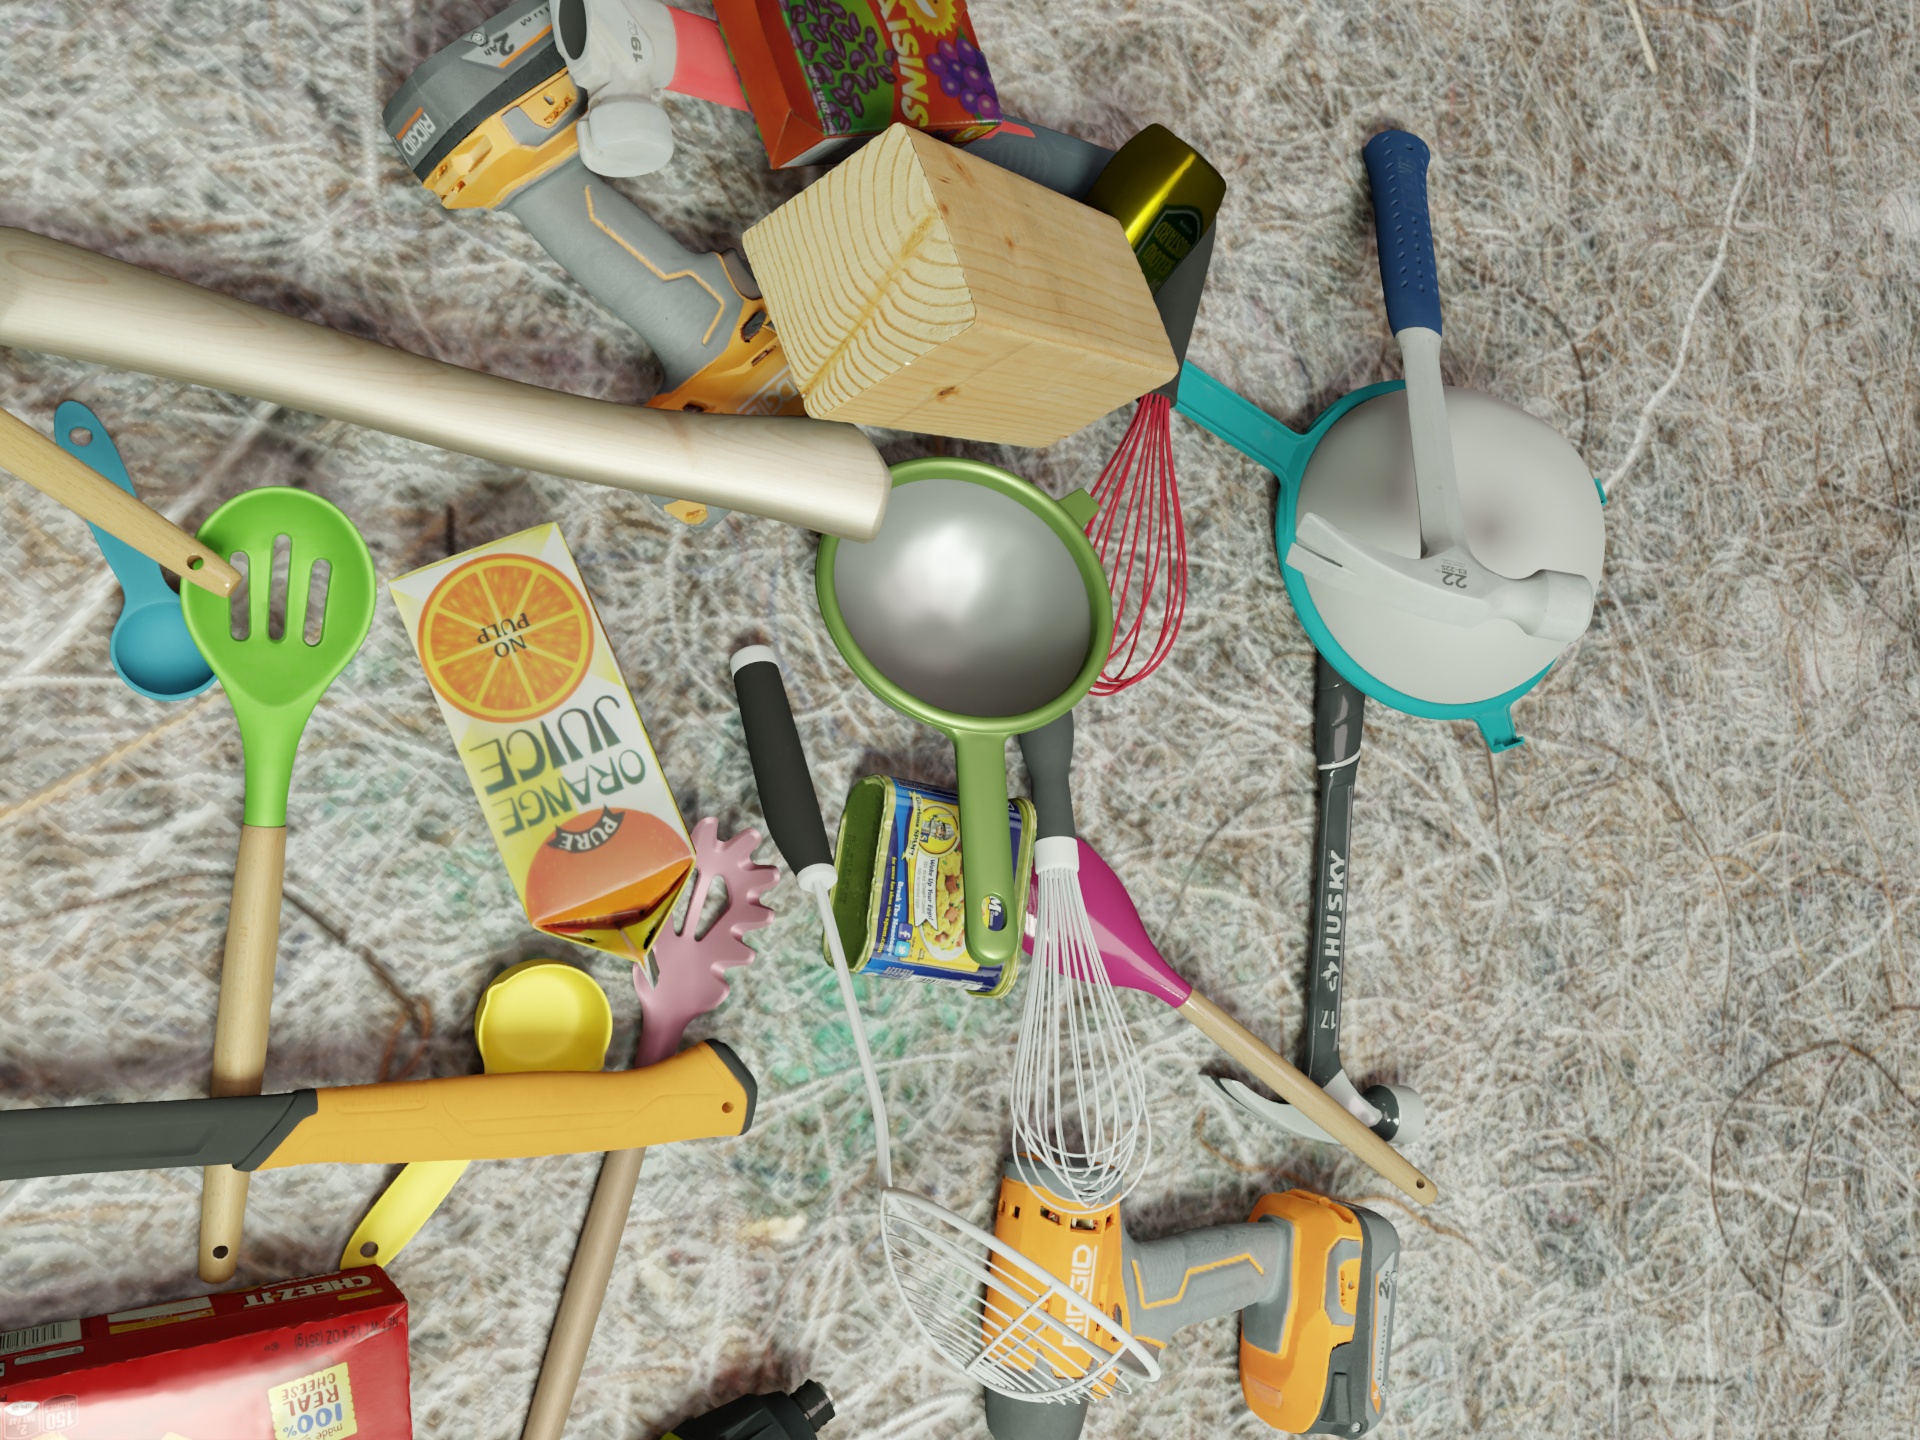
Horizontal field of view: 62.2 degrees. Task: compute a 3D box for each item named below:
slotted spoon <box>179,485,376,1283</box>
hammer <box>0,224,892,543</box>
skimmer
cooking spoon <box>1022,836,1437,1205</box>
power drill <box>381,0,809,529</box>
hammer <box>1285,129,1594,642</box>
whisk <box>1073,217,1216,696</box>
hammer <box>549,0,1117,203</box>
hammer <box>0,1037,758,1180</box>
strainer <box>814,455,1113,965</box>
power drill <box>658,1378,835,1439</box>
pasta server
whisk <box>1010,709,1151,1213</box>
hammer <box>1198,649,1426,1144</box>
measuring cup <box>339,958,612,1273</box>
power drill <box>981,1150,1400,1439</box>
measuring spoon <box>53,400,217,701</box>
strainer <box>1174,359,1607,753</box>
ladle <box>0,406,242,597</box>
[{"bbox_3d":[-0.278,0.066,0.623,0.070,0.031,0.314,5,93,-26],"label":"slotted spoon"},{"bbox_3d":[-0.229,-0.124,0.640,0.410,0.038,0.146,12,80,-16],"label":"hammer"},{"bbox_3d":[-0.019,0.115,0.691,0.090,0.127,0.364,-17,64,-6],"label":"skimmer"},{"bbox_3d":[0.140,0.165,0.860,0.318,0.017,0.069,39,68,-9],"label":"cooking spoon"},{"bbox_3d":[-0.126,-0.229,0.739,0.185,0.084,0.226,-48,113,-28],"label":"power drill"},{"bbox_3d":[0.251,-0.209,0.889,0.144,0.035,0.406,10,51,-3],"label":"hammer"},{"bbox_3d":[0.102,-0.154,0.857,0.073,0.073,0.296,17,78,-29],"label":"whisk"},{"bbox_3d":[-0.024,-0.306,0.774,0.386,0.038,0.143,-5,85,-46],"label":"hammer"},{"bbox_3d":[-0.241,0.166,0.621,0.336,0.034,0.127,2,95,-28],"label":"hammer"},{"bbox_3d":[-0.001,-0.002,0.771,0.151,0.069,0.257,4,67,-18],"label":"strainer"},{"bbox_3d":[-0.086,0.423,0.701,0.171,0.080,0.223,-32,99,-29],"label":"power drill"},{"bbox_3d":[-0.149,0.198,0.706,0.060,0.040,0.316,19,77,-16],"label":"pasta server"},{"bbox_3d":[0.050,0.100,0.800,0.070,0.070,0.285,10,64,-30],"label":"whisk"},{"bbox_3d":[0.219,0.041,0.944,0.149,0.036,0.409,10,80,-29],"label":"hammer"},{"bbox_3d":[-0.213,0.170,0.684,0.062,0.029,0.156,42,78,-22],"label":"measuring cup"},{"bbox_3d":[0.114,0.318,0.829,0.226,0.084,0.164,13,79,-25],"label":"power drill"},{"bbox_3d":[-0.333,-0.066,0.637,0.042,0.021,0.128,-22,88,-31],"label":"measuring spoon"},{"bbox_3d":[0.243,-0.141,0.907,0.340,0.095,0.211,29,73,-14],"label":"strainer"},{"bbox_3d":[-0.395,-0.136,0.556,0.315,0.031,0.069,34,80,-11],"label":"ladle"}]
